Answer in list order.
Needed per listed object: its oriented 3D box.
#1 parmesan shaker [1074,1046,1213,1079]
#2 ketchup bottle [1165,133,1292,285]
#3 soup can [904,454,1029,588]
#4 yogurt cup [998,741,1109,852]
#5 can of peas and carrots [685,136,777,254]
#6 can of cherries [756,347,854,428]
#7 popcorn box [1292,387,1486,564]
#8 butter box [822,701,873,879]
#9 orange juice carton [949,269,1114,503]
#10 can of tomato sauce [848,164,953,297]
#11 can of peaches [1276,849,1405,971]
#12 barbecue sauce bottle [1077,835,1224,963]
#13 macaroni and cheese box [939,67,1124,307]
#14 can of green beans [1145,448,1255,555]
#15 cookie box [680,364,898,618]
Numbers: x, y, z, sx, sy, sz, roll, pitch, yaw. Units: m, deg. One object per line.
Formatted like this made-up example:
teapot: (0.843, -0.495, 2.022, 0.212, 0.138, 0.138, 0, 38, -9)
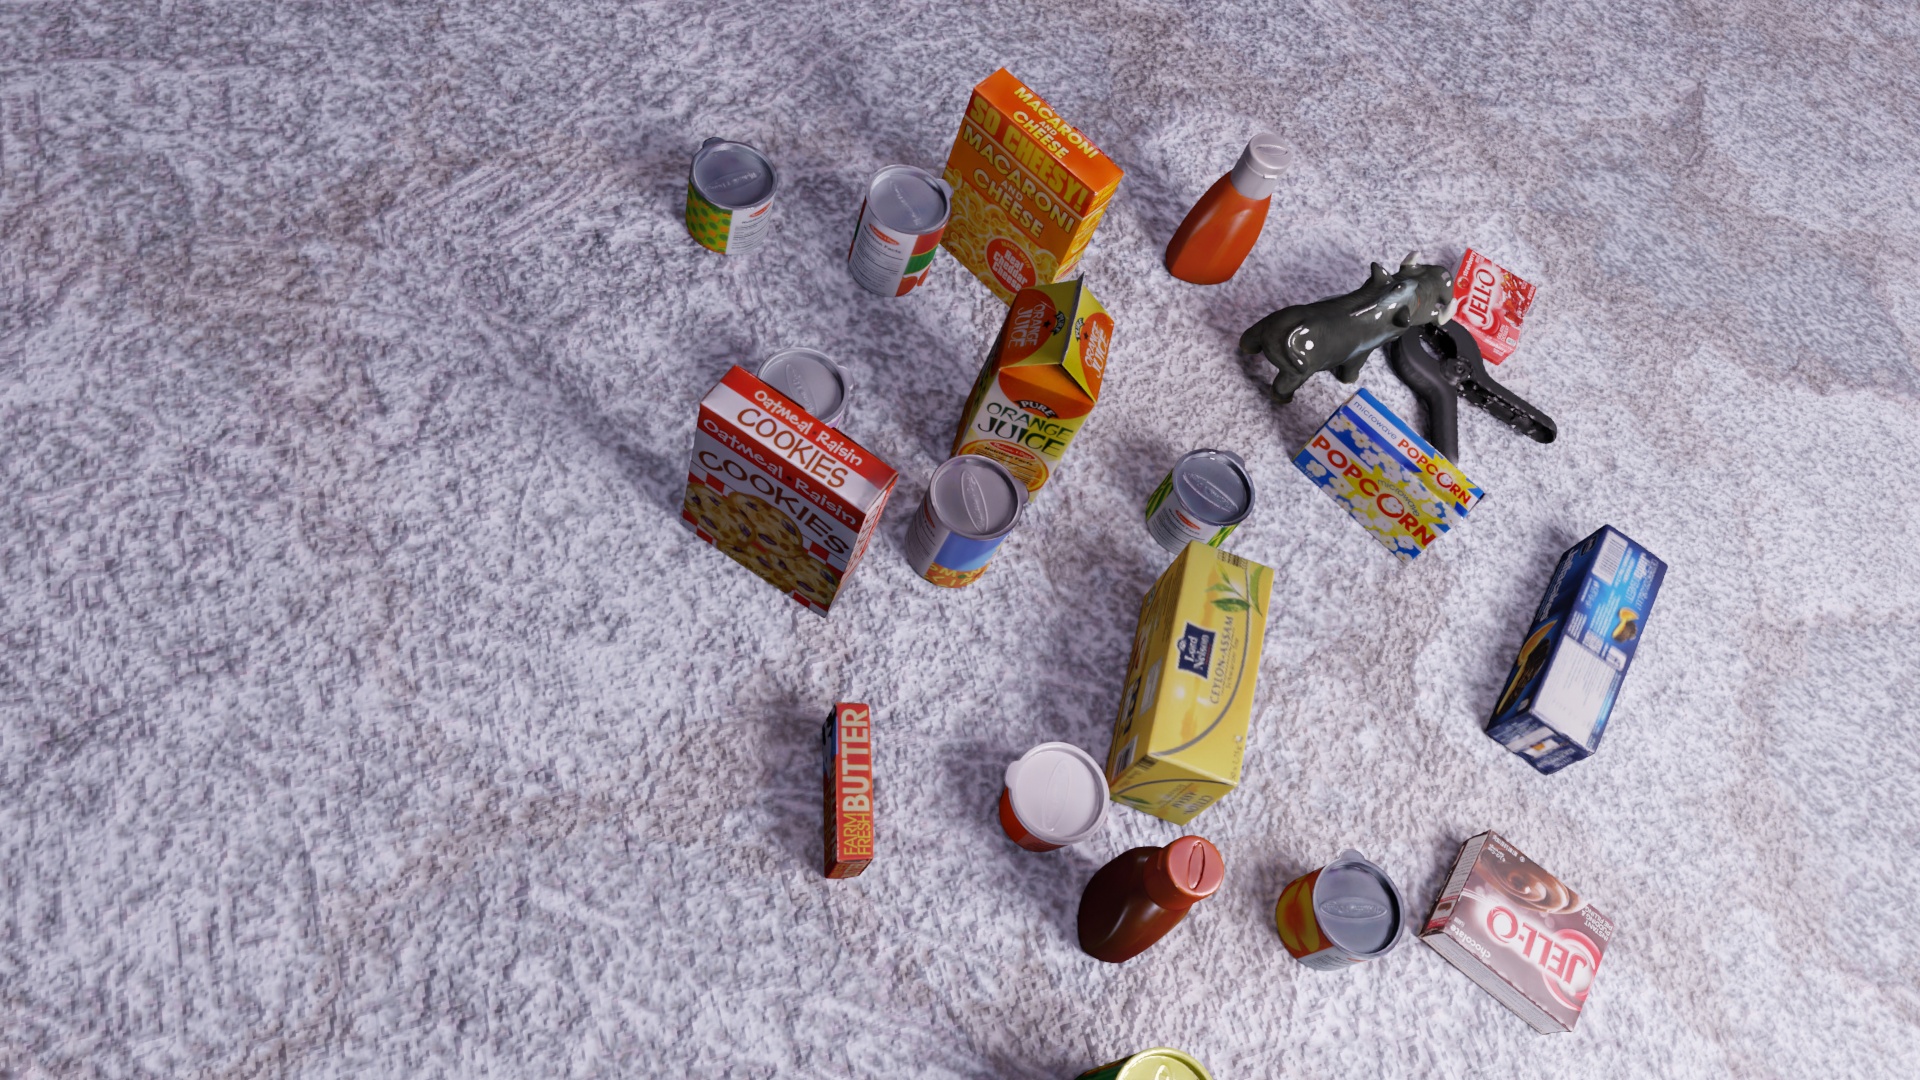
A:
parmesan shaker: (0.100, 0.338, 0.817, 0.071, 0.102, 0.071, 7, 63, -13)
ketchup bottle: (0.222, -0.268, 1.135, 0.065, 0.148, 0.044, 1, 64, -15)
soup can: (0.003, -0.012, 0.980, 0.071, 0.083, 0.071, 7, 62, -13)
yogurt cup: (0.058, 0.173, 0.918, 0.072, 0.053, 0.072, 7, 62, -13)
can of peas and carrots: (-0.179, -0.265, 1.072, 0.071, 0.058, 0.071, 7, 62, -13)
can of cherries: (-0.115, -0.096, 1.004, 0.071, 0.058, 0.072, 7, 62, -13)
popcorn box: (0.334, -0.050, 1.092, 0.127, 0.084, 0.038, 43, 61, 8)
butter box: (-0.073, 0.160, 0.888, 0.024, 0.053, 0.104, 3, 63, -14)
orange juice carton: (0.052, -0.108, 0.980, 0.073, 0.191, 0.072, 19, 61, -6)
can of tomato sauce: (-0.047, -0.241, 1.082, 0.071, 0.082, 0.071, 7, 62, -13)
can of peaches: (0.253, 0.249, 0.932, 0.071, 0.057, 0.071, 7, 62, -13)
barbecue sauce bottle: (0.116, 0.217, 0.857, 0.044, 0.147, 0.065, 20, 61, -6)
macaroni and cheese box: (0.045, -0.262, 1.071, 0.124, 0.165, 0.040, 43, 61, 8)
can of green beans: (0.181, -0.027, 1.053, 0.071, 0.057, 0.071, 7, 62, -13)
cookie box: (-0.116, -0.028, 0.906, 0.123, 0.166, 0.040, 33, 60, 2)
